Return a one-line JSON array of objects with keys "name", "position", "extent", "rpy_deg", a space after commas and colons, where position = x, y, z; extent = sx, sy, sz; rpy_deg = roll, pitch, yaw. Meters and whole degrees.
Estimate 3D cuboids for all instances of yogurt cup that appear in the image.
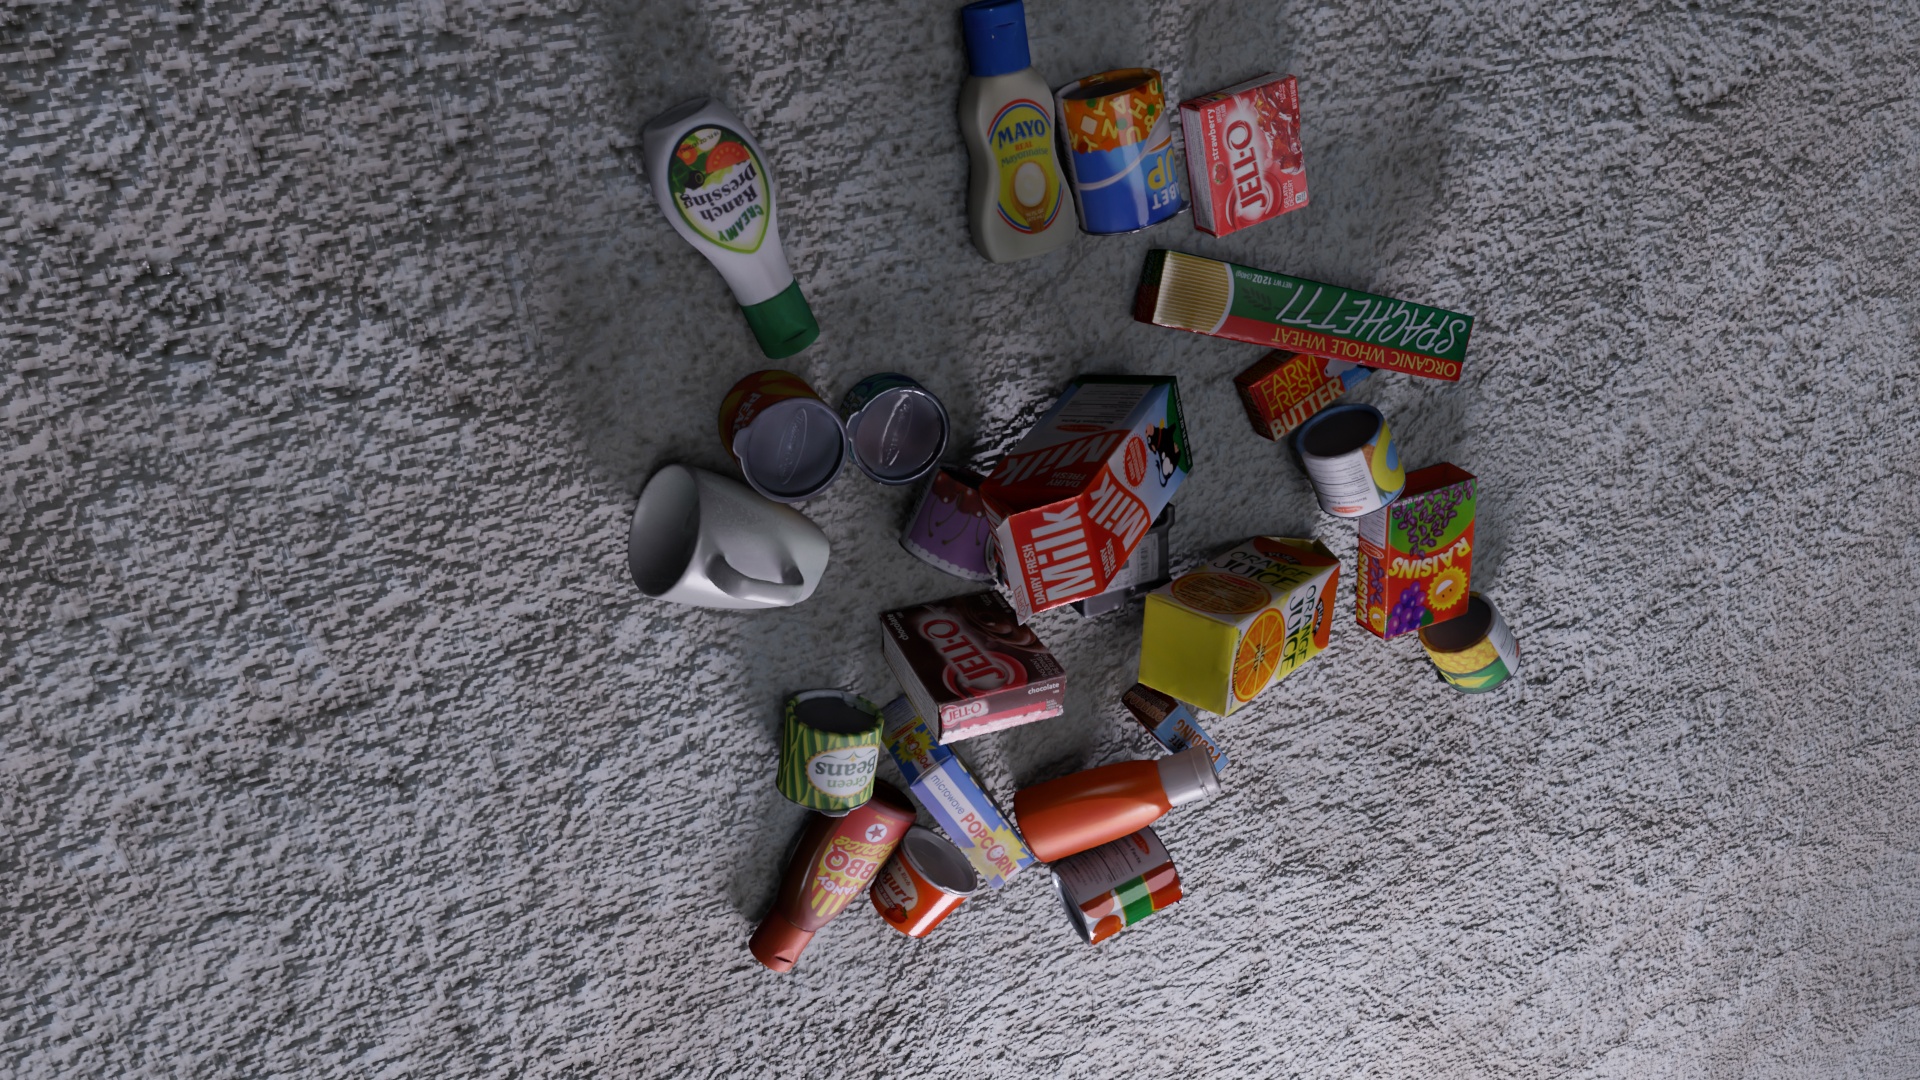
[{"name": "yogurt cup", "position": [-0.030, 0.250, 1.011], "extent": [0.072, 0.072, 0.054], "rpy_deg": [28, 107, -32]}]

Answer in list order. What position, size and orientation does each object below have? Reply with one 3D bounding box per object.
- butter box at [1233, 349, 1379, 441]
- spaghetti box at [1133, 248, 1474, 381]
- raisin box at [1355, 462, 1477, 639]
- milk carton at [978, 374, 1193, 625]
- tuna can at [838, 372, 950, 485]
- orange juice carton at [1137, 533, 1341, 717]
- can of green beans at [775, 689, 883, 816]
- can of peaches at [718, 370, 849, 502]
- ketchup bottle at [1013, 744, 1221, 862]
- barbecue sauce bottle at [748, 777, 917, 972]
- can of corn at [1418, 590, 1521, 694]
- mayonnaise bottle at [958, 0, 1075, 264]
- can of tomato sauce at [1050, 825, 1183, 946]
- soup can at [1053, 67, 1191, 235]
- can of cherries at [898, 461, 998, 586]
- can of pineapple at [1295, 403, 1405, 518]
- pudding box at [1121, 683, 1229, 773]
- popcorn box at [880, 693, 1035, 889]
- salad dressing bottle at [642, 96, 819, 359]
[{"name": "butter box", "position": [0.250, -0.121, 0.998], "extent": [0.103, 0.024, 0.053], "rpy_deg": [-34, 121, -8]}, {"name": "spaghetti box", "position": [0.240, -0.153, 0.953], "extent": [0.250, 0.029, 0.050], "rpy_deg": [7, 100, -19]}, {"name": "raisin box", "position": [0.359, 0.008, 1.099], "extent": [0.086, 0.040, 0.122], "rpy_deg": [-15, 117, -19]}, {"name": "milk carton", "position": [0.074, -0.030, 0.869], "extent": [0.191, 0.073, 0.072], "rpy_deg": [-48, 133, -44]}, {"name": "tuna can", "position": [-0.045, -0.071, 0.876], "extent": [0.071, 0.033, 0.070], "rpy_deg": [-10, 116, -21]}, {"name": "orange juice carton", "position": [0.215, 0.052, 1.009], "extent": [0.193, 0.073, 0.071], "rpy_deg": [-22, 123, -45]}, {"name": "can of green beans", "position": [-0.087, 0.140, 0.931], "extent": [0.071, 0.071, 0.057], "rpy_deg": [0, 112, -25]}, {"name": "can of peaches", "position": [-0.109, -0.064, 0.834], "extent": [0.071, 0.058, 0.071], "rpy_deg": [-10, 117, -20]}, {"name": "ketchup bottle", "position": [0.118, 0.192, 1.033], "extent": [0.149, 0.044, 0.064], "rpy_deg": [-21, 128, 12]}, {"name": "barbecue sauce bottle", "position": [-0.096, 0.236, 0.985], "extent": [0.065, 0.044, 0.148], "rpy_deg": [30, 98, -34]}, {"name": "can of corn", "position": [0.417, 0.085, 1.146], "extent": [0.071, 0.071, 0.058], "rpy_deg": [-43, 123, -2]}, {"name": "mayonnaise bottle", "position": [0.029, -0.243, 0.828], "extent": [0.065, 0.041, 0.147], "rpy_deg": [-19, 120, -15]}, {"name": "can of tomato sauce", "position": [0.123, 0.271, 1.089], "extent": [0.083, 0.071, 0.071], "rpy_deg": [-24, 121, -13]}, {"name": "soup can", "position": [0.099, -0.238, 0.847], "extent": [0.071, 0.071, 0.083], "rpy_deg": [-24, 120, -14]}, {"name": "can of cherries", "position": [0.003, -0.011, 0.904], "extent": [0.071, 0.071, 0.058], "rpy_deg": [18, 103, -30]}, {"name": "can of pineapple", "position": [0.286, -0.060, 1.019], "extent": [0.071, 0.071, 0.057], "rpy_deg": [-35, 122, -7]}, {"name": "pudding box", "position": [0.165, 0.146, 1.063], "extent": [0.030, 0.050, 0.083], "rpy_deg": [-44, 123, -3]}, {"name": "popcorn box", "position": [-0.006, 0.175, 0.974], "extent": [0.038, 0.085, 0.126], "rpy_deg": [-37, 123, -4]}, {"name": "salad dressing bottle", "position": [-0.125, -0.173, 0.786], "extent": [0.064, 0.044, 0.147], "rpy_deg": [-32, 122, -10]}]
